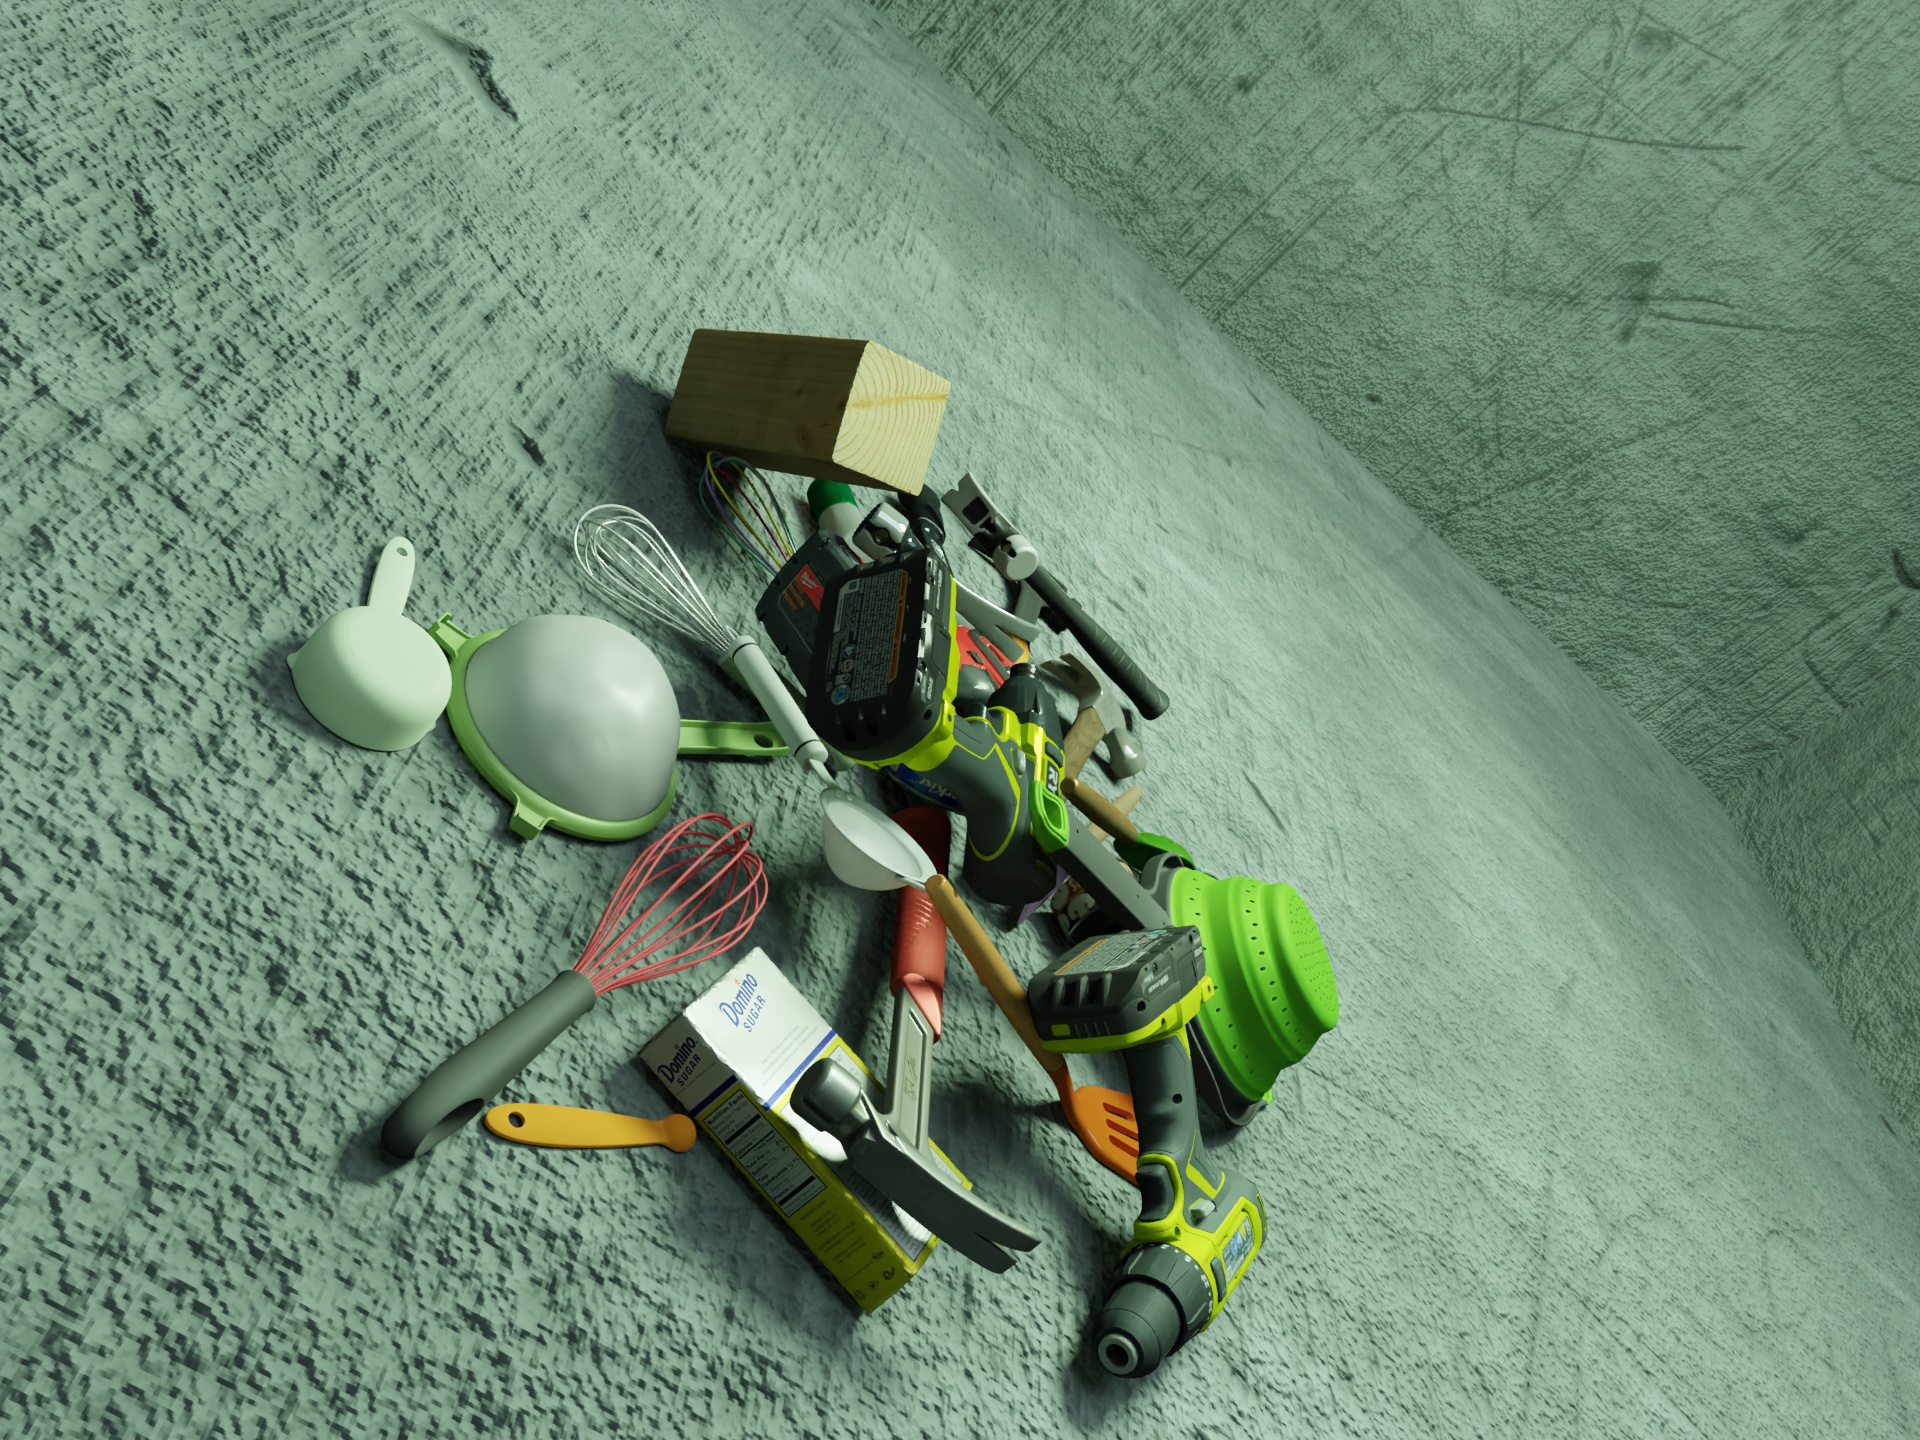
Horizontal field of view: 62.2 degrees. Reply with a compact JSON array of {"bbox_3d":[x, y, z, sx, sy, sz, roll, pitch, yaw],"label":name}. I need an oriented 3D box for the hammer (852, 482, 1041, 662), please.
[{"bbox_3d":[-0.020,-0.144,1.271,0.149,0.036,0.409,38,10,-13],"label":"hammer"}]

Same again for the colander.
[{"bbox_3d":[0.172,0.140,1.098,0.396,0.094,0.205,46,30,-44],"label":"colander"}]

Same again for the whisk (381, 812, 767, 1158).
[{"bbox_3d":[-0.178,0.124,0.785,0.073,0.073,0.296,47,32,0],"label":"whisk"}]

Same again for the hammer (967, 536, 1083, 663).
[{"bbox_3d":[0.040,-0.064,1.380,0.127,0.034,0.337,41,27,-13],"label":"hammer"}]

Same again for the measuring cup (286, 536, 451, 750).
[{"bbox_3d":[-0.306,-0.056,0.858,0.083,0.038,0.168,30,34,-31],"label":"measuring cup"}]

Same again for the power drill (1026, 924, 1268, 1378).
[{"bbox_3d":[0.110,0.251,0.940,0.190,0.080,0.228,-18,96,-61],"label":"power drill"}]

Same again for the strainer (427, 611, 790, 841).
[{"bbox_3d":[-0.177,-0.007,0.947,0.256,0.069,0.152,4,49,-52],"label":"strainer"}]

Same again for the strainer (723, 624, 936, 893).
[{"bbox_3d":[-0.088,0.029,0.979,0.086,0.050,0.259,23,26,-54],"label":"strainer"}]

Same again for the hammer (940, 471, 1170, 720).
[{"bbox_3d":[0.096,-0.094,1.391,0.334,0.035,0.146,42,10,-45],"label":"hammer"}]

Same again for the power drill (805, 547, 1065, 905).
[{"bbox_3d":[-0.002,-0.003,1.007,0.223,0.080,0.171,46,41,-48],"label":"power drill"}]

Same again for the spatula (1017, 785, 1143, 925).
[{"bbox_3d":[0.102,0.093,1.253,0.018,0.059,0.316,26,19,14],"label":"spatula"}]

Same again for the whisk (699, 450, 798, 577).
[{"bbox_3d":[-0.123,-0.101,1.186,0.245,0.051,0.047,57,-7,8],"label":"whisk"}]

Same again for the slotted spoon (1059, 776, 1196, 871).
[{"bbox_3d":[0.120,0.080,1.176,0.070,0.031,0.313,14,-9,22],"label":"slotted spoon"}]

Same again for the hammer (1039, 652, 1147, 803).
[{"bbox_3d":[0.078,0.040,1.257,0.130,0.031,0.331,62,25,-11],"label":"hammer"}]

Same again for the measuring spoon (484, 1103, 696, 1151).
[{"bbox_3d":[-0.171,0.191,0.753,0.116,0.011,0.021,19,38,-43],"label":"measuring spoon"}]

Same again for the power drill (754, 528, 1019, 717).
[{"bbox_3d":[-0.035,-0.051,1.139,0.219,0.078,0.143,20,28,-51],"label":"power drill"}]

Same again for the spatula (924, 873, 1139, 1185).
[{"bbox_3d":[0.057,0.194,0.979,0.081,0.041,0.322,-98,162,-49],"label":"spatula"}]

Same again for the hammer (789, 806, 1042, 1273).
[{"bbox_3d":[-0.018,0.156,0.938,0.149,0.036,0.359,42,19,-16],"label":"hammer"}]

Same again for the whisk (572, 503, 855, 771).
[{"bbox_3d":[-0.161,-0.051,1.067,0.246,0.058,0.059,44,61,-13],"label":"whisk"}]
